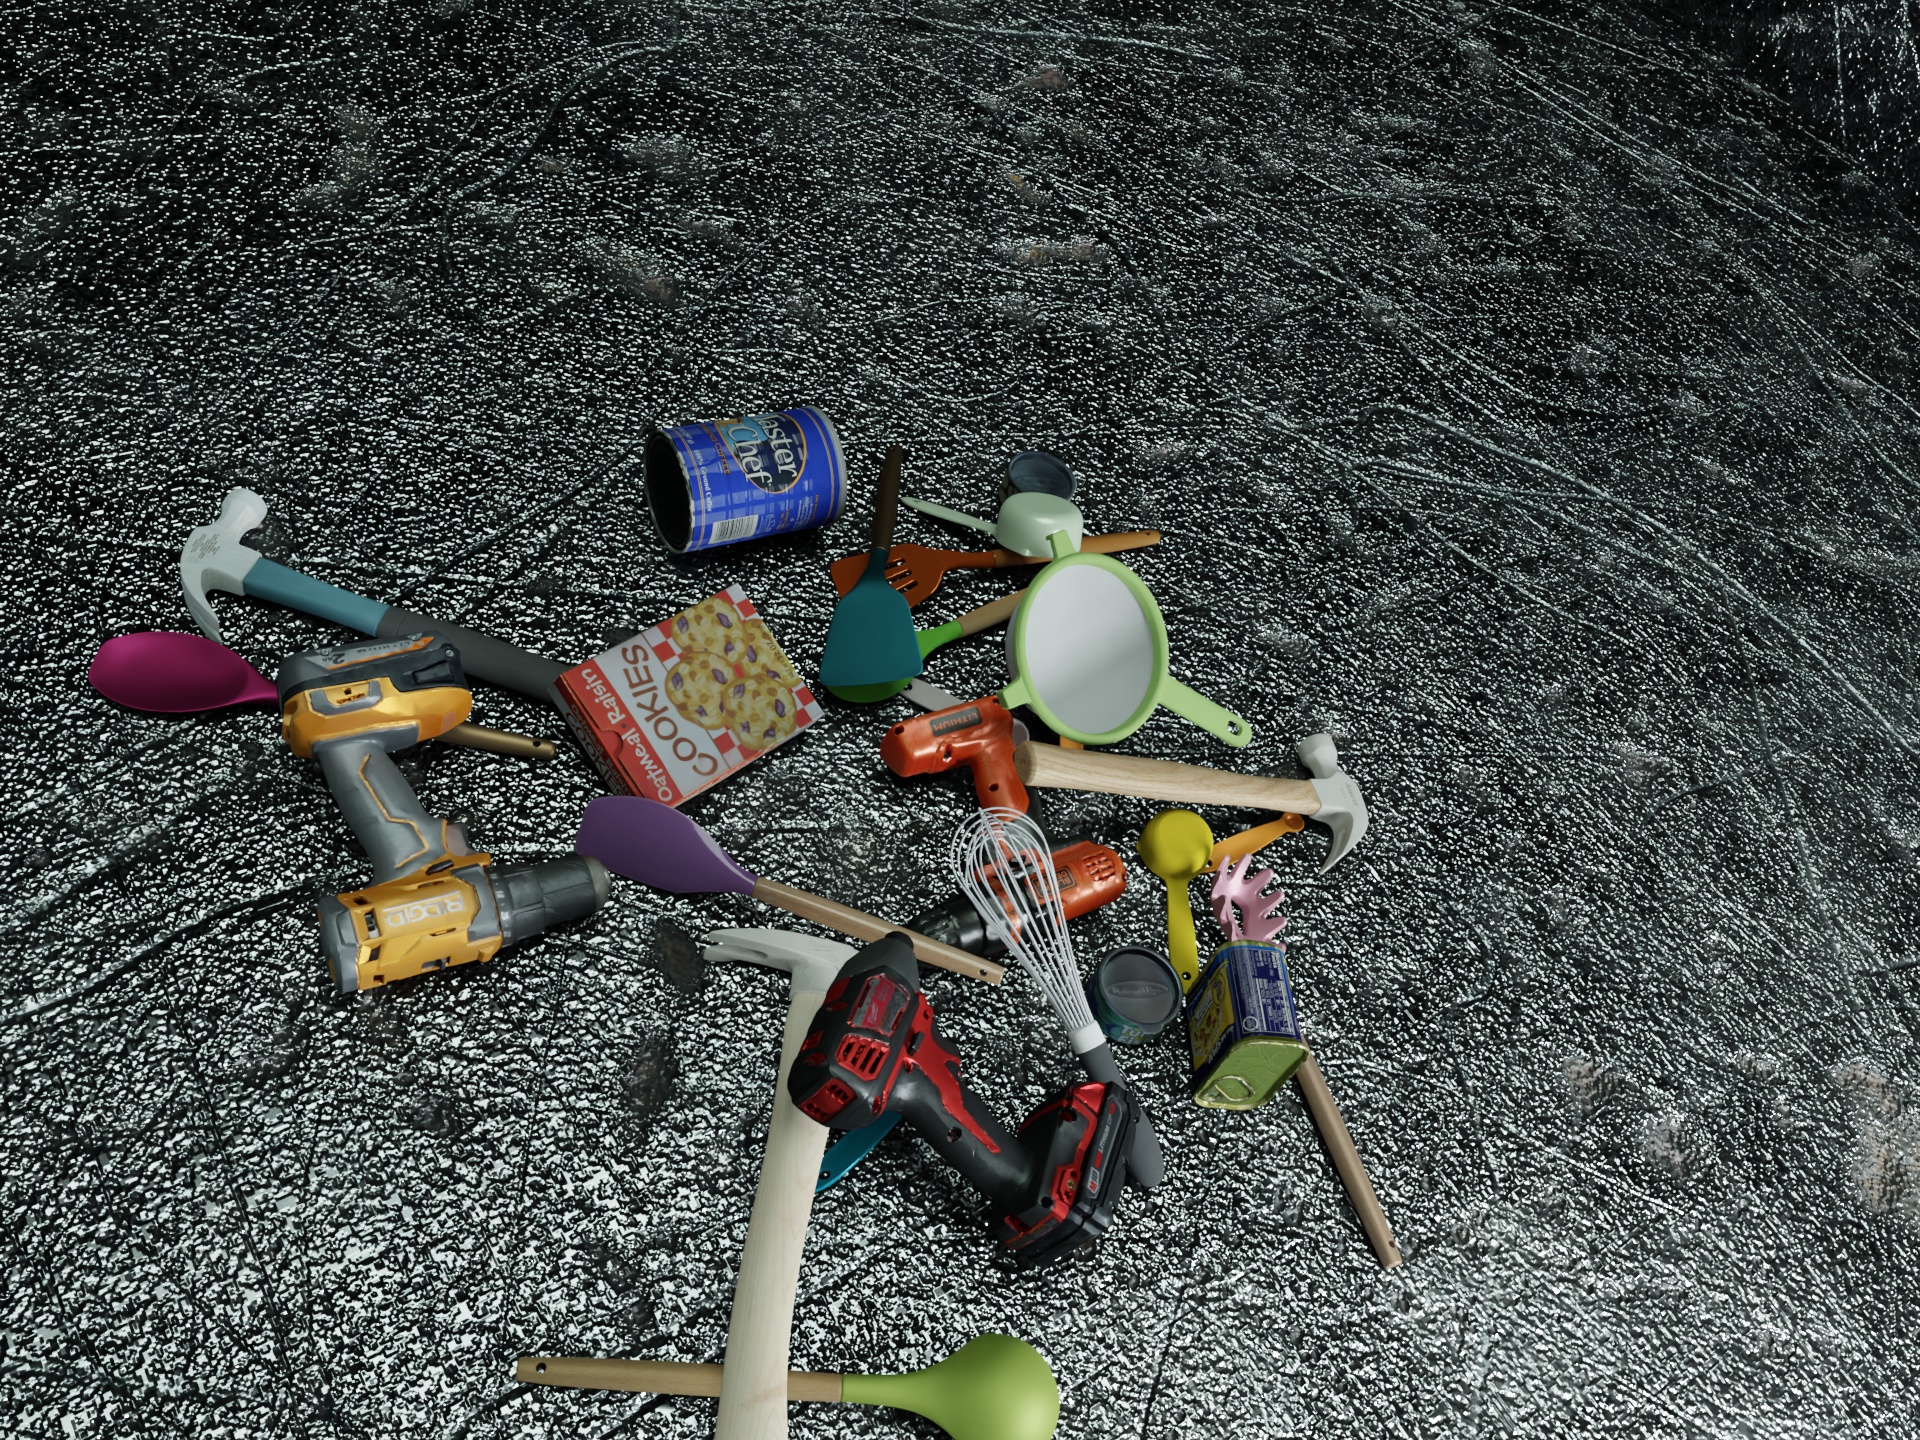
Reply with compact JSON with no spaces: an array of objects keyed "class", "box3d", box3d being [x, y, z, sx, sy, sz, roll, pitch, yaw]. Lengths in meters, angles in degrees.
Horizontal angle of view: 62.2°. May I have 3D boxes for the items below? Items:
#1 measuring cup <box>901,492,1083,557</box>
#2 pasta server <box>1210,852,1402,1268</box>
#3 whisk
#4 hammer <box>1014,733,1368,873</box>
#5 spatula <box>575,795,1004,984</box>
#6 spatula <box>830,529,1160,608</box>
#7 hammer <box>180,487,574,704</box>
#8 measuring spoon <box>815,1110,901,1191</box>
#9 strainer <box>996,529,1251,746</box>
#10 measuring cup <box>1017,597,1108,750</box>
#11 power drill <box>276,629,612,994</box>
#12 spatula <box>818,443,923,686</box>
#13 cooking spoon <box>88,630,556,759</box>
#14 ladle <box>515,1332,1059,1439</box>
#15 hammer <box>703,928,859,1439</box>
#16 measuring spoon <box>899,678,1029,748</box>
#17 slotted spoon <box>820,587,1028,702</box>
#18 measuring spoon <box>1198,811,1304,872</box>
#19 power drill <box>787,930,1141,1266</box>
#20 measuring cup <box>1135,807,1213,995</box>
[{"class":"measuring cup","box3d":[0.028,-0.186,1.398,0.167,0.038,0.083,18,28,12]},{"class":"pasta server","box3d":[0.254,0.243,1.170,0.060,0.040,0.317,1,54,-32]},{"class":"whisk","box3d":[0.073,0.189,1.100,0.070,0.070,0.285,-22,84,-31]},{"class":"hammer","box3d":[0.189,0.052,1.249,0.331,0.031,0.130,8,47,-29]},{"class":"spatula","box3d":[-0.119,0.123,1.111,0.316,0.060,0.018,20,10,3]},{"class":"spatula","box3d":[0.043,-0.139,1.401,0.322,0.041,0.081,-11,57,-31]},{"class":"hammer","box3d":[-0.414,-0.070,1.181,0.331,0.033,0.128,20,49,-4]},{"class":"measuring spoon","box3d":[-0.052,0.273,1.058,0.128,0.021,0.042,-37,48,-27]},{"class":"strainer","box3d":[0.128,-0.034,1.287,0.256,0.069,0.151,27,72,-31]},{"class":"measuring cup","box3d":[0.085,-0.037,1.326,0.095,0.052,0.174,7,77,-18]},{"class":"power drill","box3d":[-0.350,0.056,1.069,0.185,0.084,0.226,-12,69,-26]},{"class":"spatula","box3d":[-0.066,-0.143,1.335,0.082,0.044,0.318,-6,37,8]},{"class":"cooking spoon","box3d":[-0.449,-0.009,1.133,0.318,0.017,0.069,12,53,-10]},{"class":"ladle","box3d":[-0.098,0.394,0.938,0.320,0.062,0.078,6,57,-6]},{"class":"hammer","box3d":[-0.118,0.299,0.963,0.146,0.038,0.411,14,42,-7]},{"class":"measuring spoon","box3d":[-0.002,-0.004,1.289,0.124,0.018,0.034,27,61,11]},{"class":"slotted spoon","box3d":[0.015,-0.087,1.344,0.314,0.031,0.070,-24,63,-35]},{"class":"measuring spoon","box3d":[0.233,0.101,1.292,0.117,0.011,0.021,-21,63,-27]},{"class":"power drill","box3d":[0.003,0.235,1.019,0.219,0.078,0.143,37,39,-10]},{"class":"measuring cup","box3d":[0.172,0.136,1.226,0.062,0.029,0.157,5,54,-7]}]
